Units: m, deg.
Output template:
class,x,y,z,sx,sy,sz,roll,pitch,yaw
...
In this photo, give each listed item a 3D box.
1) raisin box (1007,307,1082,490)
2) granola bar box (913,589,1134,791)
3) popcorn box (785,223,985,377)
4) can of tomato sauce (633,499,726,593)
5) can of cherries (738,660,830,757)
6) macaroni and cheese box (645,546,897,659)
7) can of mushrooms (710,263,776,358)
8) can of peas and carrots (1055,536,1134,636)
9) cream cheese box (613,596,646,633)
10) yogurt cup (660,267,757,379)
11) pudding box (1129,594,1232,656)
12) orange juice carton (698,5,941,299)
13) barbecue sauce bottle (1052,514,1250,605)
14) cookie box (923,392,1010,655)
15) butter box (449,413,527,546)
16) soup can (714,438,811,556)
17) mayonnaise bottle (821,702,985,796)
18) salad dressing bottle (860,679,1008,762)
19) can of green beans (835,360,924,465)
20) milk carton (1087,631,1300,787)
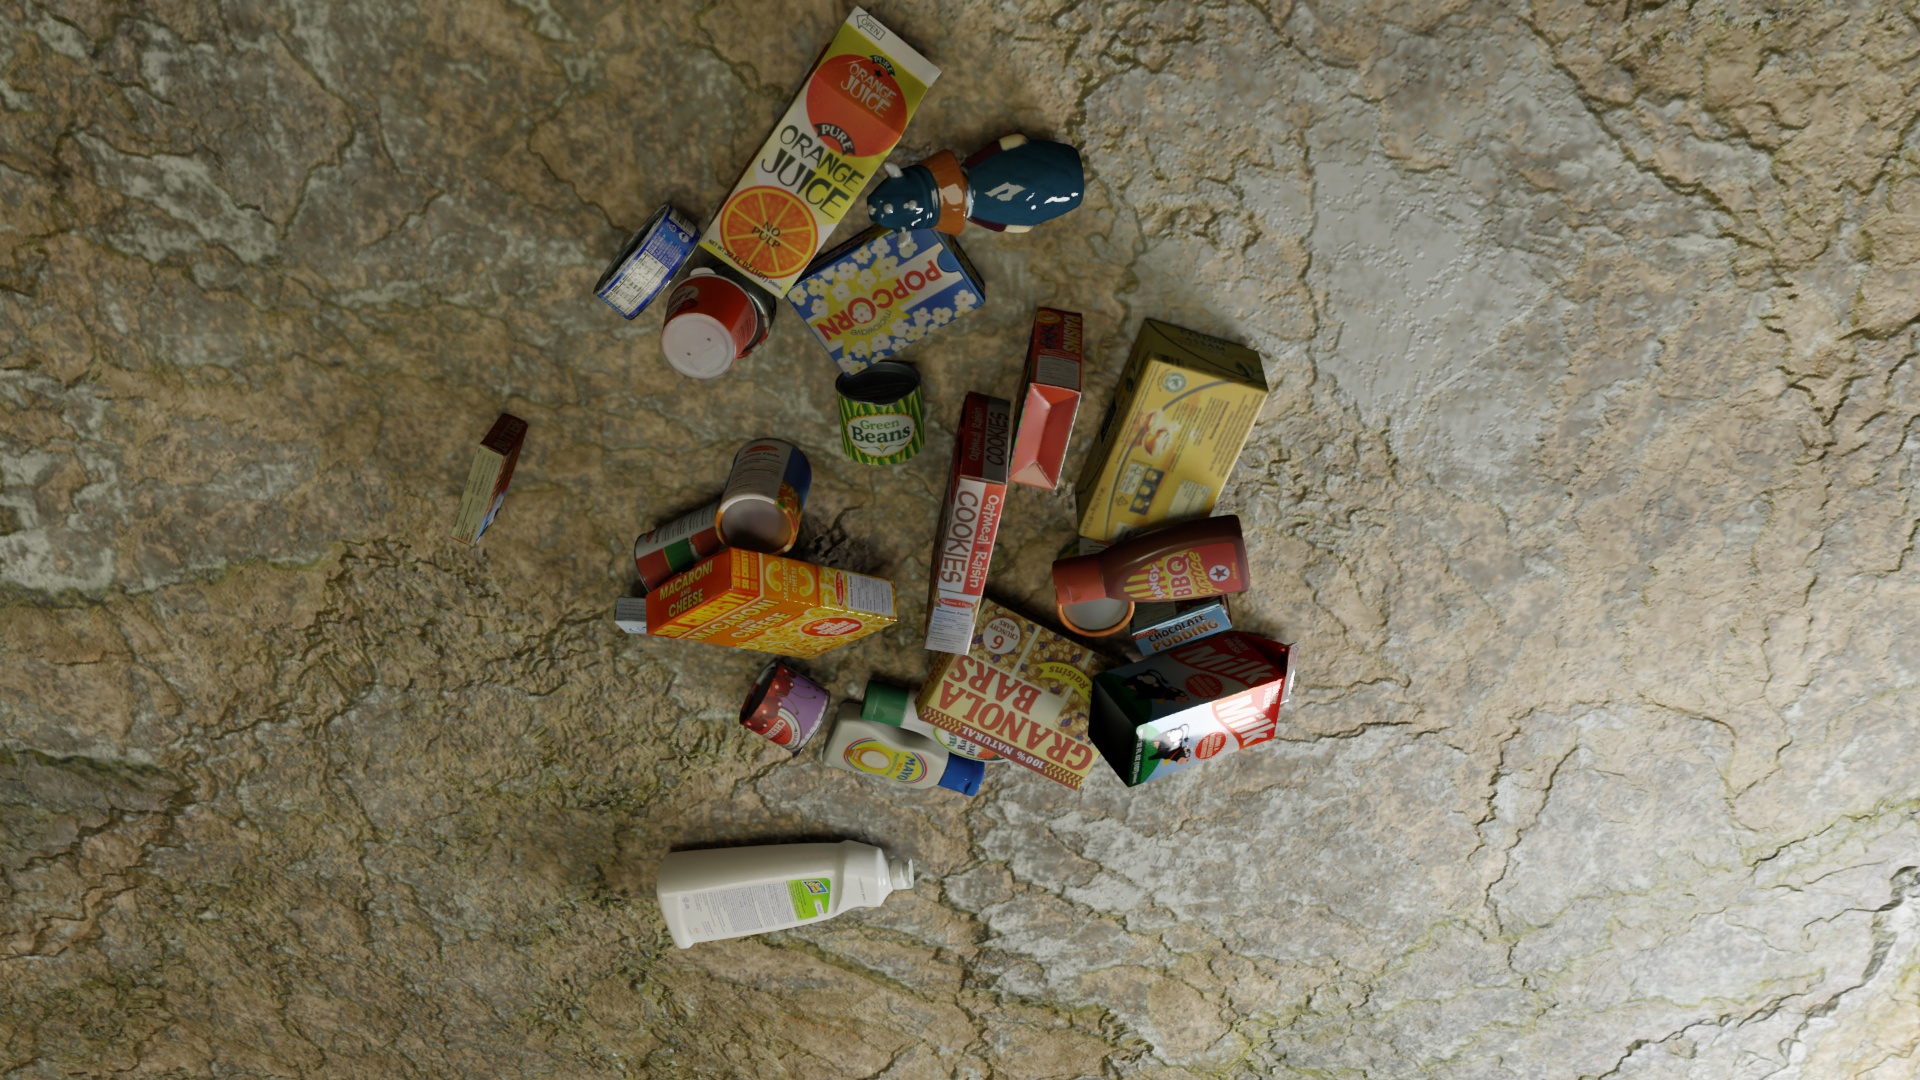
class,x,y,z,sx,sy,sz,roll,pitch,yaw
raisin box,0.064,-0.108,1.031,0.040,0.124,0.085,10,125,-2
granola bar box,0.060,0.132,1.223,0.165,0.039,0.124,27,99,-14
popcorn box,-0.056,-0.188,1.035,0.126,0.038,0.085,-26,118,20
can of tomato sauce,-0.219,0.011,1.167,0.083,0.071,0.071,-23,120,17
can of cherries,-0.160,0.153,1.258,0.058,0.072,0.071,33,121,-18
macaroni and cheese box,-0.155,0.054,1.144,0.166,0.040,0.123,14,151,-41
can of mushrooms,-0.176,-0.172,1.057,0.071,0.034,0.070,1,125,2
can of peas and carrots,0.112,0.041,1.170,0.071,0.059,0.070,2,125,3
cream cheese box,-0.247,0.068,1.218,0.104,0.024,0.053,4,165,1
yogurt cup,-0.186,-0.154,1.015,0.072,0.054,0.072,1,125,2
pudding box,0.187,0.062,1.186,0.083,0.050,0.030,-21,122,17
orange juice carton,-0.096,-0.269,0.960,0.072,0.073,0.192,33,120,-18
barbecue sauce bottle,0.147,0.021,1.081,0.148,0.044,0.064,-10,128,9
cookie box,0.004,-0.014,1.100,0.040,0.123,0.166,10,125,-4
butter box,-0.389,-0.049,1.144,0.024,0.053,0.103,24,122,-10
soup can,-0.158,-0.031,1.123,0.071,0.084,0.071,2,125,2
mayonnaise bottle,-0.051,0.201,1.303,0.148,0.041,0.064,20,122,-9
salad dressing bottle,-0.017,0.162,1.272,0.148,0.044,0.064,14,121,-6
can of green beans,-0.062,-0.099,1.080,0.071,0.071,0.057,-1,125,4
milk carton,0.211,0.138,1.199,0.191,0.074,0.072,-14,127,-22
